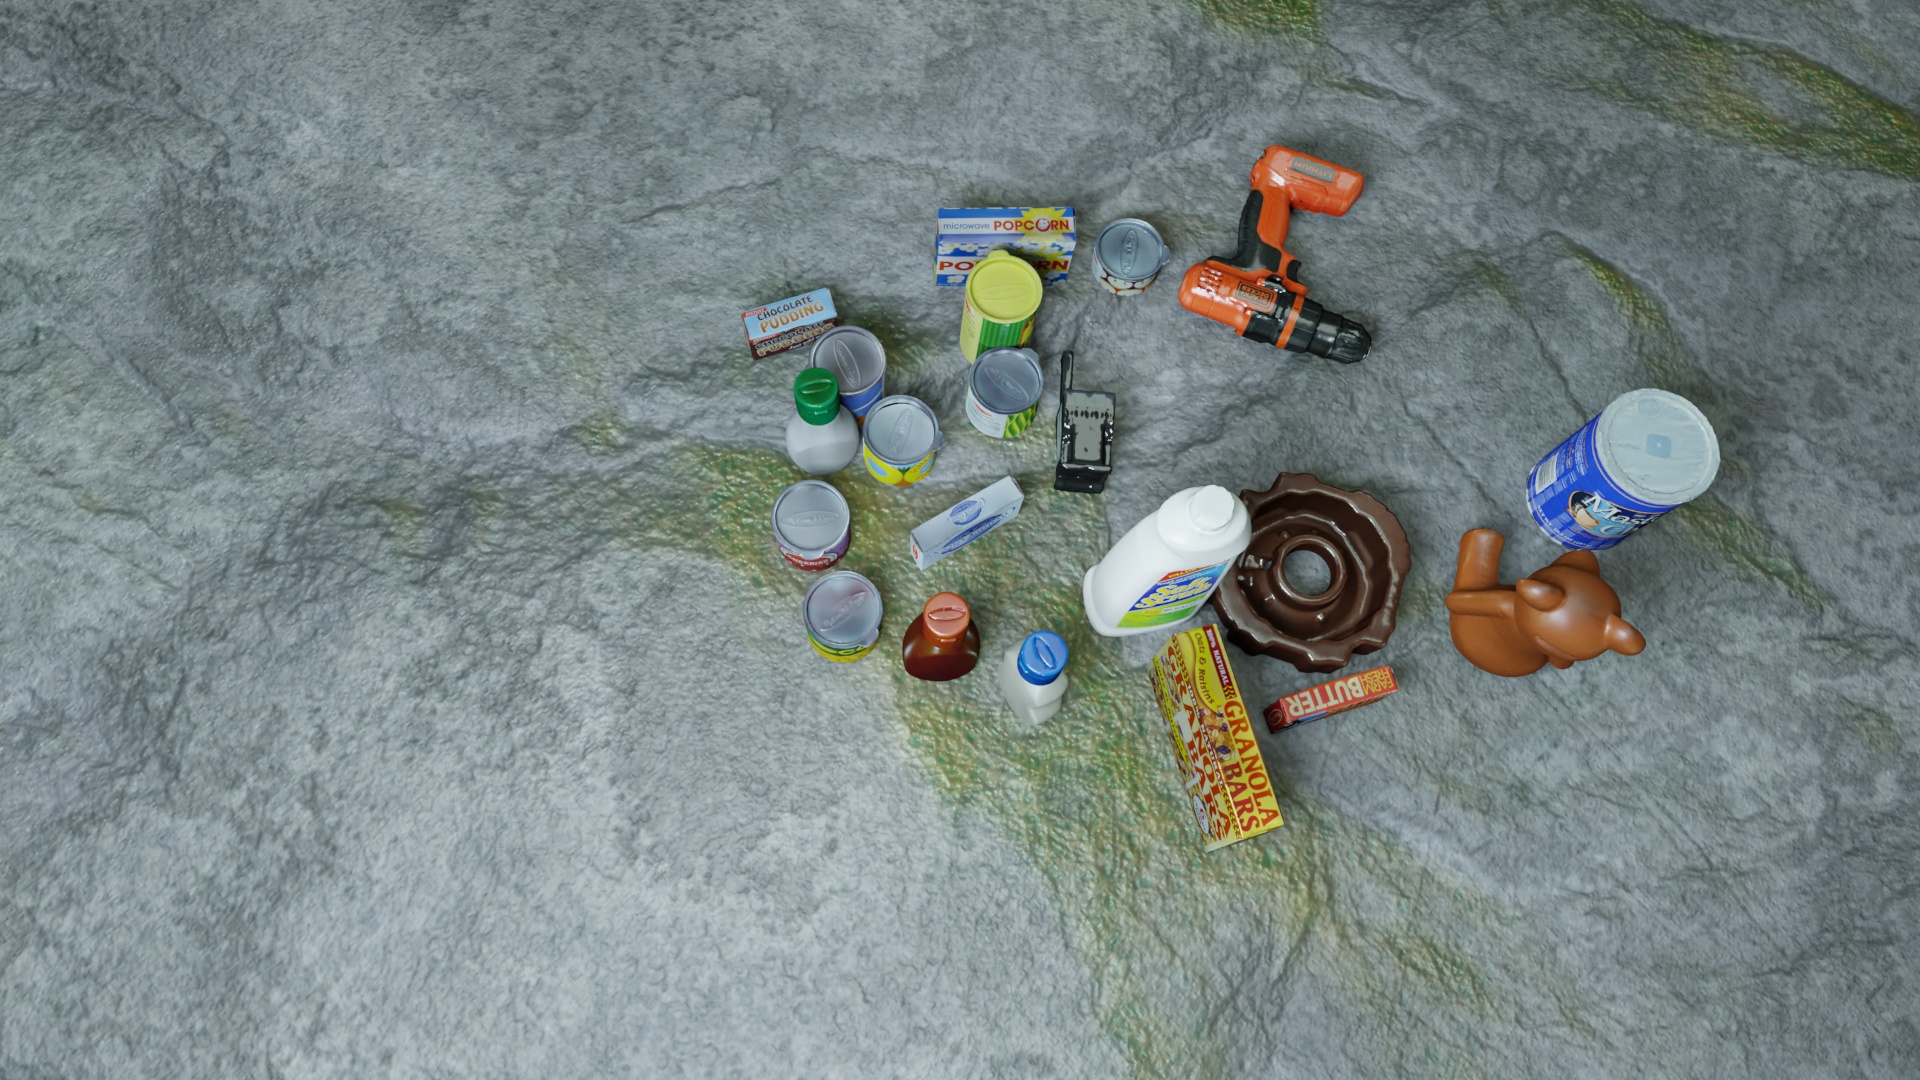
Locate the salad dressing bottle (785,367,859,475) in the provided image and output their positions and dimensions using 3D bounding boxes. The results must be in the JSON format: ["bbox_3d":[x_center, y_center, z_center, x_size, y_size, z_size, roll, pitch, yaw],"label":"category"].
[{"bbox_3d":[-0.119,-0.100,1.179,0.064,0.147,0.044,-12,73,-7],"label":"salad dressing bottle"}]

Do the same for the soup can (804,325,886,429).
[{"bbox_3d":[-0.101,-0.141,1.227,0.071,0.083,0.071,1,72,-3],"label":"soup can"}]

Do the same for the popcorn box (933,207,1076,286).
[{"bbox_3d":[0.039,-0.269,1.277,0.127,0.085,0.038,-1,72,-4],"label":"popcorn box"}]

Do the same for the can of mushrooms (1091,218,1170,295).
[{"bbox_3d":[0.160,-0.266,1.310,0.071,0.033,0.071,1,72,-3],"label":"can of mushrooms"}]

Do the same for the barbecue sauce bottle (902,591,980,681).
[{"bbox_3d":[-0.014,0.079,1.126,0.065,0.148,0.044,-3,73,-4],"label":"barbecue sauce bottle"}]

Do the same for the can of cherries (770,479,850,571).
[{"bbox_3d":[-0.128,-0.009,1.195,0.071,0.058,0.071,1,72,-3],"label":"can of cherries"}]

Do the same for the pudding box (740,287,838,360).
[{"bbox_3d":[-0.154,-0.196,1.260,0.084,0.049,0.030,-18,74,-9],"label":"pudding box"}]

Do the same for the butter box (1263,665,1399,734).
[{"bbox_3d":[0.313,0.135,1.177,0.104,0.053,0.024,-15,74,-8],"label":"butter box"}]

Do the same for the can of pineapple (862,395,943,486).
[{"bbox_3d":[-0.052,-0.086,1.225,0.071,0.057,0.071,1,72,-3],"label":"can of pineapple"}]

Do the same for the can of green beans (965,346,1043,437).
[{"bbox_3d":[0.039,-0.132,1.246,0.071,0.057,0.071,1,72,-3],"label":"can of green beans"}]

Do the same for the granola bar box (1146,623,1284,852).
[{"bbox_3d":[0.204,0.162,1.124,0.039,0.124,0.166,-14,73,-8],"label":"granola bar box"}]

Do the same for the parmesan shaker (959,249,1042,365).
[{"bbox_3d":[0.035,-0.204,1.246,0.071,0.102,0.071,1,72,-3],"label":"parmesan shaker"}]

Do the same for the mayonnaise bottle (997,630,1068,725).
[{"bbox_3d":[0.061,0.107,1.121,0.041,0.147,0.065,-28,76,-11],"label":"mayonnaise bottle"}]

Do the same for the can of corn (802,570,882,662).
[{"bbox_3d":[-0.097,0.067,1.172,0.071,0.058,0.071,1,72,-3],"label":"can of corn"}]

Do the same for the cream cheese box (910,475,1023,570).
[{"bbox_3d":[0.004,-0.015,1.208,0.104,0.053,0.024,-30,76,-12],"label":"cream cheese box"}]
